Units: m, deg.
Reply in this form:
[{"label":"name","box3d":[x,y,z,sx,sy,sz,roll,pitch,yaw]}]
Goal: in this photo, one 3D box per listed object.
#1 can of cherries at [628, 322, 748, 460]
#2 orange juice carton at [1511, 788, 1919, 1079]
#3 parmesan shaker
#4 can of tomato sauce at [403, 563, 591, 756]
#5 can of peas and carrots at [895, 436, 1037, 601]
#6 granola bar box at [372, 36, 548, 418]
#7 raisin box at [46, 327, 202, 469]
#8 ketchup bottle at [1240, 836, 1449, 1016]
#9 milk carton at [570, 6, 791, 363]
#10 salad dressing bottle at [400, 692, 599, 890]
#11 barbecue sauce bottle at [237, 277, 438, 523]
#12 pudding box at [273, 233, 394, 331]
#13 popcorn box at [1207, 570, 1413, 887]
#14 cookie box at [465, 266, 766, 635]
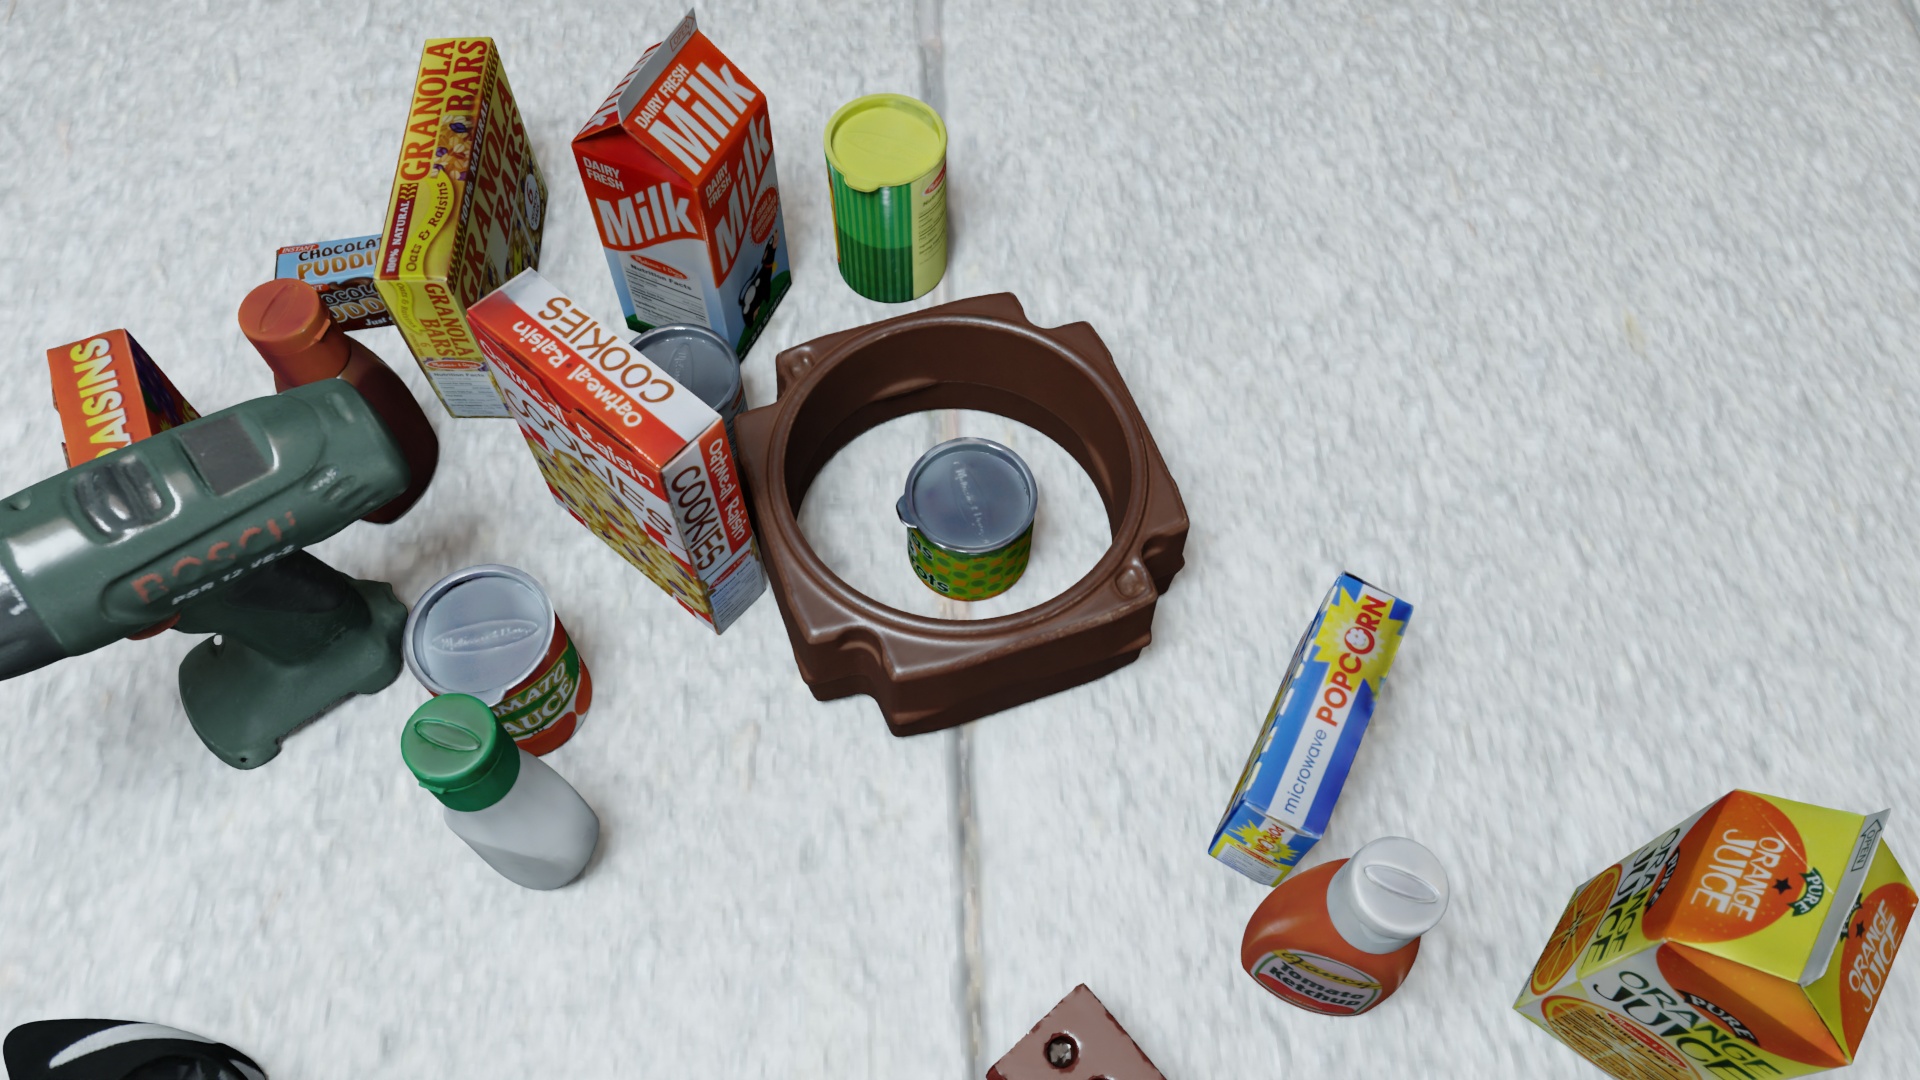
[{"label":"can of cherries","box3d":[-0.150,-0.073,0.742,0.071,0.058,0.072,0,62,-1]},{"label":"orange juice carton","box3d":[0.298,0.161,0.546,0.073,0.191,0.072,34,66,16]},{"label":"parmesan shaker","box3d":[-0.042,-0.188,0.781,0.071,0.102,0.071,0,62,-1]},{"label":"can of tomato sauce","box3d":[-0.214,0.061,0.654,0.071,0.082,0.071,0,62,-1]},{"label":"can of peas and carrots","box3d":[0.003,-0.009,0.709,0.071,0.058,0.071,0,62,-1]},{"label":"granola bar box","box3d":[-0.267,-0.168,0.754,0.039,0.123,0.166,-1,62,-1]},{"label":"raisin box","box3d":[-0.388,-0.032,0.678,0.040,0.122,0.086,-23,64,-12]},{"label":"ketchup bottle","box3d":[0.159,0.158,0.570,0.065,0.148,0.044,20,63,10]},{"label":"milk carton","box3d":[-0.143,-0.181,0.726,0.073,0.189,0.072,22,64,11]},{"label":"salad dressing bottle","box3d":[-0.195,0.109,0.591,0.064,0.147,0.044,17,63,8]},{"label":"barbecue sauce bottle","box3d":[-0.306,-0.069,0.686,0.044,0.148,0.065,15,63,7]},{"label":"pudding box","box3d":[-0.334,-0.146,0.783,0.084,0.049,0.030,-9,62,-6]},{"label":"popcorn box","box3d":[0.161,0.089,0.644,0.038,0.085,0.127,25,64,12]},{"label":"cookie box","box3d":[-0.158,-0.036,0.660,0.123,0.166,0.040,37,67,17]}]
